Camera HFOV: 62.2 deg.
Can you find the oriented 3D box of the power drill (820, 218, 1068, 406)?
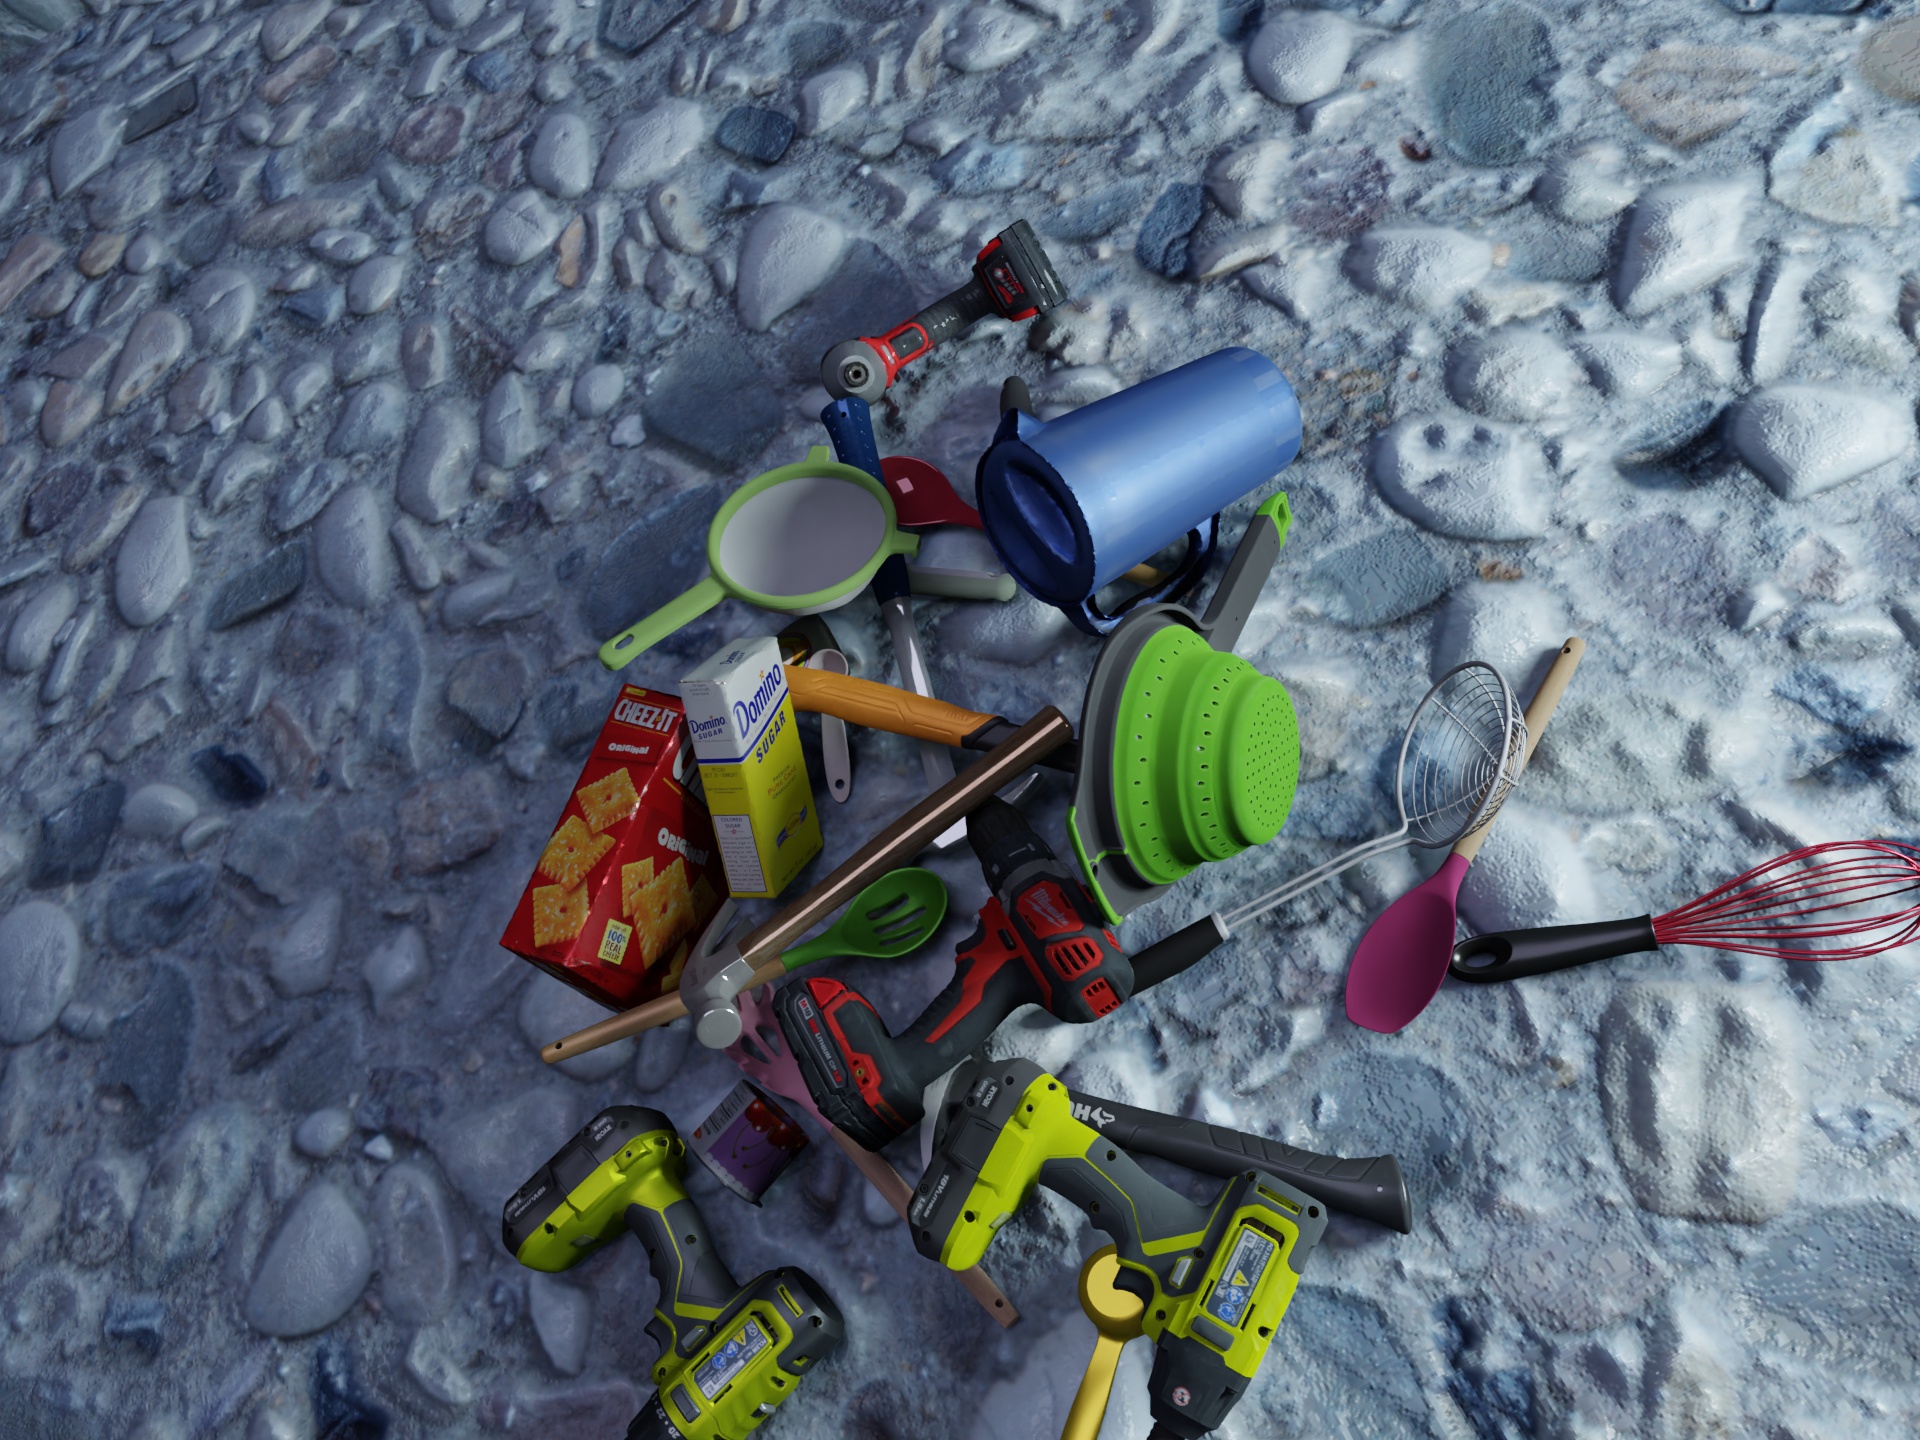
[{"bbox_3d":[-0.023,-0.344,1.384,0.219,0.078,0.143,-30,13,3],"label":"power drill"}]

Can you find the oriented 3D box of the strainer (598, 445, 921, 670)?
[{"bbox_3d":[-0.161,-0.100,1.235,0.256,0.069,0.152,-34,55,-13],"label":"strainer"}]

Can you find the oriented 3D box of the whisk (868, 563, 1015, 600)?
[{"bbox_3d":[-0.071,-0.122,1.334,0.246,0.058,0.059,7,107,19],"label":"whisk"}]

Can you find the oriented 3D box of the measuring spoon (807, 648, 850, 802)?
[{"bbox_3d":[-0.100,0.004,1.275,0.034,0.018,0.124,-8,84,14],"label":"measuring spoon"}]

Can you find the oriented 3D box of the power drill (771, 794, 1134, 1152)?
[{"bbox_3d":[-0.013,0.167,1.095,0.226,0.080,0.188,-33,50,1],"label":"power drill"}]

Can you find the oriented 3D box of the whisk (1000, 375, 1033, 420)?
[{"bbox_3d":[0.051,-0.214,1.319,0.055,0.055,0.239,-15,46,13],"label":"whisk"}]

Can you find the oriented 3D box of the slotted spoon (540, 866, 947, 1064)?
[{"bbox_3d":[-0.155,0.186,1.164,0.313,0.031,0.070,-21,52,-9],"label":"slotted spoon"}]

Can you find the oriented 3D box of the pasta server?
[{"bbox_3d":[-0.069,0.298,1.105,0.060,0.040,0.316,-35,55,-22],"label":"pasta server"}]

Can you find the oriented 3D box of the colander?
[{"bbox_3d":[0.199,-0.032,1.106,0.094,0.204,0.397,3,45,33],"label":"colander"}]

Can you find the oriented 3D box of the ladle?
[{"bbox_3d":[0.051,-0.155,1.315,0.316,0.031,0.069,22,67,28],"label":"ladle"}]

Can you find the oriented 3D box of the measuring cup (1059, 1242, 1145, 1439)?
[{"bbox_3d":[0.085,0.402,0.990,0.062,0.029,0.157,11,65,26],"label":"measuring cup"}]

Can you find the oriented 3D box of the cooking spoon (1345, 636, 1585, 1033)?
[{"bbox_3d":[0.350,0.073,1.077,0.069,0.017,0.319,14,66,51],"label":"cooking spoon"}]

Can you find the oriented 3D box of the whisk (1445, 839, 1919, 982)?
[{"bbox_3d":[0.452,0.128,0.989,0.296,0.073,0.073,-14,58,21],"label":"whisk"}]

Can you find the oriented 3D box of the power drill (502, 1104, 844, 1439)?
[{"bbox_3d":[-0.213,0.397,1.083,0.190,0.080,0.229,-43,59,-5],"label":"power drill"}]

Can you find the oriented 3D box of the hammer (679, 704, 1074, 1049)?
[{"bbox_3d":[-0.059,0.097,1.121,0.331,0.031,0.130,-37,24,-4],"label":"hammer"}]

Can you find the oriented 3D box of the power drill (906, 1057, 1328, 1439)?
[{"bbox_3d":[0.087,0.321,0.973,0.223,0.080,0.171,25,78,23],"label":"power drill"}]

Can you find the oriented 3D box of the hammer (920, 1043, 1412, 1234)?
[{"bbox_3d":[0.127,0.277,1.042,0.335,0.035,0.146,10,66,25],"label":"hammer"}]

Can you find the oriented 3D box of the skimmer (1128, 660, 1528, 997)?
[{"bbox_3d":[0.216,0.089,1.073,0.363,0.090,0.127,-30,25,8],"label":"skimmer"}]

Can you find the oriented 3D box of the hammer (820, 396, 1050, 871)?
[{"bbox_3d":[-0.044,-0.086,1.273,0.144,0.035,0.406,-19,67,9],"label":"hammer"}]

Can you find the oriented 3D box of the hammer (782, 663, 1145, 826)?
[{"bbox_3d":[-0.002,-0.004,1.192,0.337,0.034,0.127,13,76,21],"label":"hammer"}]
